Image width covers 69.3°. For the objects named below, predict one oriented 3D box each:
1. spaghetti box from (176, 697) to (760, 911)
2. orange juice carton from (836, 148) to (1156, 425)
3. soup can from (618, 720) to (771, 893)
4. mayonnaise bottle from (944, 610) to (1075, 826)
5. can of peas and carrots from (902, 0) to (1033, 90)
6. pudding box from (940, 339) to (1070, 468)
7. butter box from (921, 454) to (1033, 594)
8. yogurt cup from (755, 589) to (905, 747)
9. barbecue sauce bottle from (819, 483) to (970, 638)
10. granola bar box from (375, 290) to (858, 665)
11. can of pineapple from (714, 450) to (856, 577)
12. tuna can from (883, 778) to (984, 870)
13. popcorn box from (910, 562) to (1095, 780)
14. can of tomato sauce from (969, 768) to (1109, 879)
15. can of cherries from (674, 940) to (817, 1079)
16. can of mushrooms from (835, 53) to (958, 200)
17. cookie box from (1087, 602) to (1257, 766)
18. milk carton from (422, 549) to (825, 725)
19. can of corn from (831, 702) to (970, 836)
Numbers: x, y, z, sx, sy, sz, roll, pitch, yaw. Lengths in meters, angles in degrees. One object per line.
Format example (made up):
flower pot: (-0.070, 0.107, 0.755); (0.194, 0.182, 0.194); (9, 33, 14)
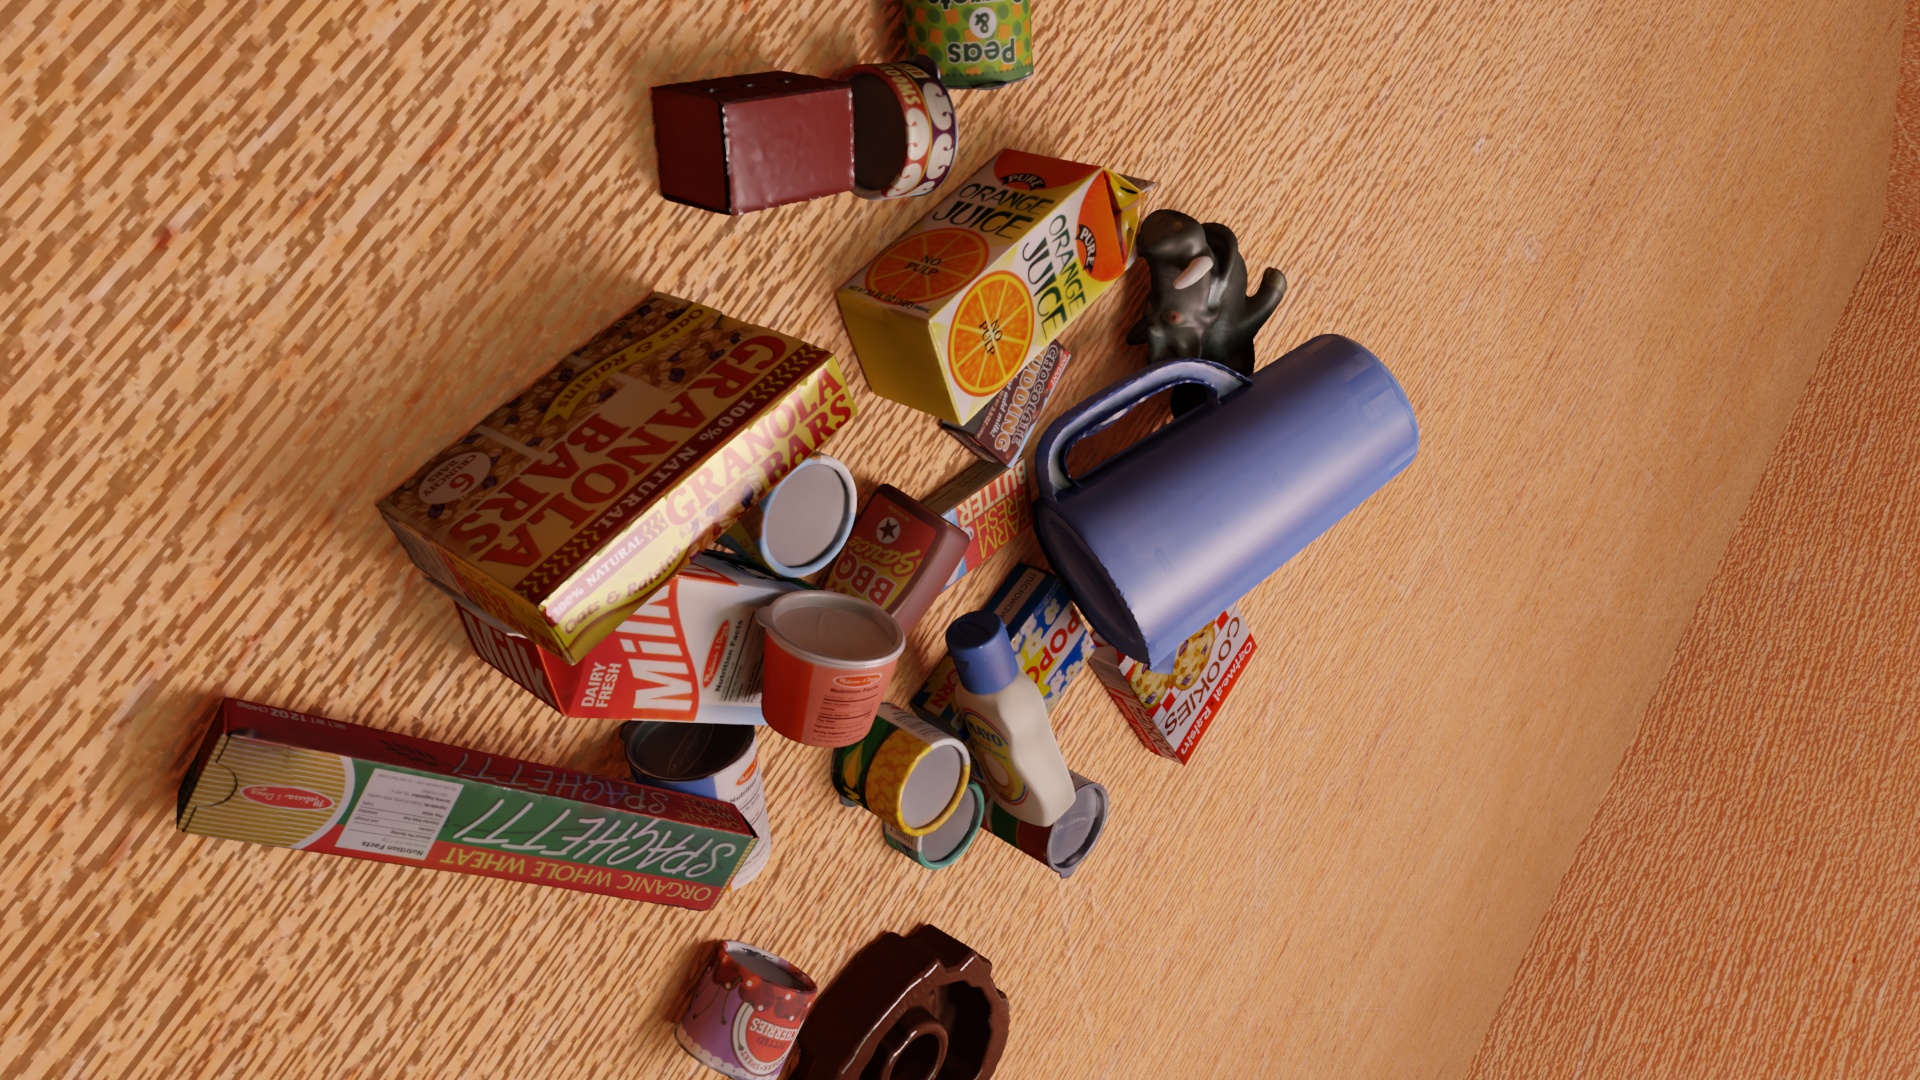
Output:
spaghetti box: (-0.207, 0.123, 0.618); (0.250, 0.029, 0.050); (22, 105, -38)
orange juice carton: (0.027, -0.157, 0.782); (0.193, 0.072, 0.072); (-45, 138, -26)
soup can: (-0.139, 0.135, 0.732); (0.072, 0.071, 0.083); (-31, 132, -38)
mayonnaise bottle: (0.027, 0.110, 0.859); (0.041, 0.065, 0.147); (-39, 128, -26)
can of peas and carrots: (0.004, -0.264, 0.703); (0.071, 0.071, 0.058); (-30, 128, -38)
pudding box: (0.028, -0.092, 0.849); (0.049, 0.030, 0.084); (37, 78, -52)
butter box: (0.003, -0.011, 0.863); (0.104, 0.024, 0.052); (-36, 132, -34)
yogurt cup: (-0.065, 0.063, 0.670); (0.072, 0.072, 0.053); (-13, 125, -46)
barbecue sauce bottle: (-0.058, 0.044, 0.789); (0.148, 0.065, 0.043); (-57, 147, 1)
granola bar box: (-0.145, -0.035, 0.592); (0.166, 0.124, 0.039); (-45, 138, -27)
can of pineapple: (-0.097, -0.019, 0.712); (0.071, 0.058, 0.070); (-26, 126, -41)
tuna can: (-0.016, 0.184, 0.928); (0.071, 0.033, 0.070); (-25, 125, -41)
popcorn box: (0.032, 0.089, 0.934); (0.127, 0.038, 0.085); (-51, 139, -20)
can of tomato sauce: (0.050, 0.184, 0.966); (0.071, 0.083, 0.071); (-25, 126, -41)
can of cherries: (-0.123, 0.277, 0.813); (0.071, 0.071, 0.058); (34, 81, -52)
can of mushrooms: (-0.035, -0.205, 0.687); (0.033, 0.071, 0.070); (-20, 122, -42)
cookie box: (0.169, 0.086, 1.096); (0.123, 0.040, 0.167); (-54, 139, -17)
milk carton: (-0.154, 0.040, 0.662); (0.191, 0.072, 0.073); (12, 98, -53)
can of corn: (-0.037, 0.144, 0.862); (0.071, 0.058, 0.070); (-25, 125, -41)
